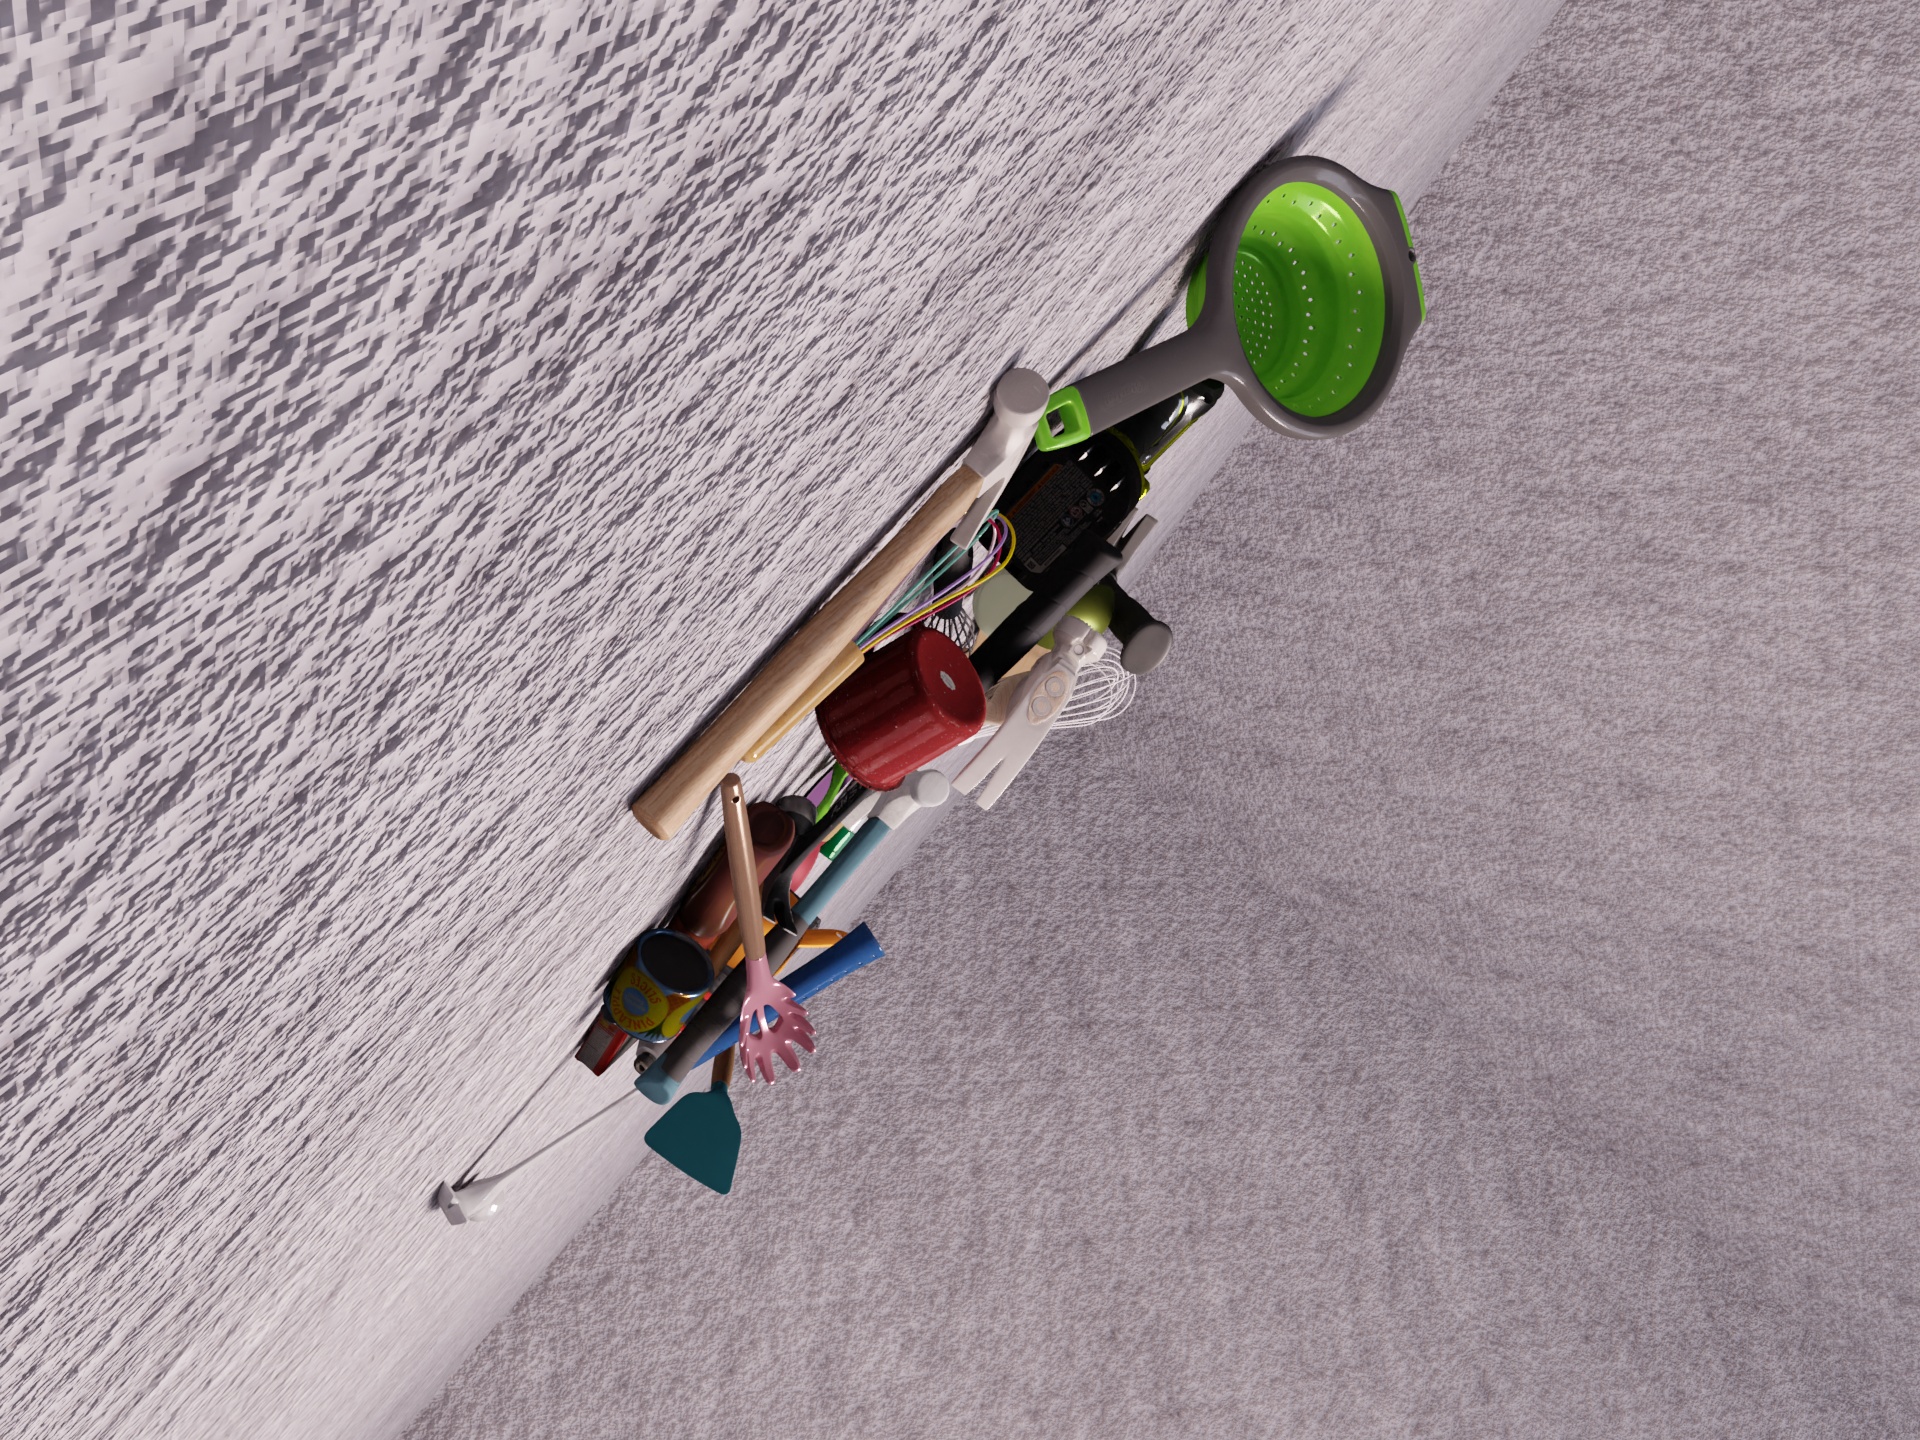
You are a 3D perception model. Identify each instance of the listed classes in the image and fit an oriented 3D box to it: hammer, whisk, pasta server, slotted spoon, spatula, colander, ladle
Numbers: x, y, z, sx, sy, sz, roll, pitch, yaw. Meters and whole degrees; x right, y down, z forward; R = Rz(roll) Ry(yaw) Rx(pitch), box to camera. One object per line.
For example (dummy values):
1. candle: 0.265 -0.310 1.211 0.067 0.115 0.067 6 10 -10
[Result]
1. hammer: -0.002 -0.004 1.279 0.146 0.038 0.411 -54 -168 -9
2. hammer: 0.132 -0.096 1.302 0.146 0.035 0.335 -60 -171 10
3. whisk: 0.031 -0.001 1.478 0.284 0.070 0.070 -19 170 -8
4. hammer: -0.137 0.167 1.261 0.331 0.033 0.128 -49 -168 -17
5. whisk: -0.051 -0.057 1.002 0.245 0.047 0.051 -45 -170 -23
6. pasta server: -0.144 0.153 1.124 0.060 0.040 0.316 -23 140 -21
7. slotted spoon: -0.138 0.106 1.327 0.314 0.031 0.070 -57 -175 -38
8. hammer: -0.026 0.006 1.153 0.409 0.036 0.149 -45 -157 31
9. spatula: -0.072 0.012 1.527 0.316 0.018 0.059 -46 164 -43
10. colander: 0.178 -0.277 1.163 0.397 0.204 0.094 -30 -160 -30
11. hammer: -0.240 0.288 1.295 0.405 0.035 0.144 -32 171 -9
12. spatula: -0.221 0.329 1.418 0.044 0.082 0.317 -54 -173 0
13. whisk: -0.008 -0.089 1.187 0.055 0.055 0.238 -49 171 -16
14. ladle: 0.105 -0.146 1.322 0.078 0.062 0.320 -16 -155 21
15. hammer: -0.066 -0.060 0.911 0.331 0.031 0.130 -49 175 -18
16. ladle: -0.123 0.101 1.519 0.069 0.031 0.315 -48 180 -35

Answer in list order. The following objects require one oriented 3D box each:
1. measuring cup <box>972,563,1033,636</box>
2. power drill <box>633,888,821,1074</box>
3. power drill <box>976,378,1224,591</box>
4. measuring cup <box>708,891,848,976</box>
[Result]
1. measuring cup: 0.063 -0.143 1.393 0.038 0.083 0.167 -14 128 -64
2. power drill: -0.236 0.254 1.532 0.219 0.078 0.143 -50 177 37
3. power drill: 0.100 -0.189 1.232 0.190 0.080 0.228 -43 -176 37
4. measuring cup: -0.146 0.172 1.376 0.173 0.095 0.052 8 124 -49
